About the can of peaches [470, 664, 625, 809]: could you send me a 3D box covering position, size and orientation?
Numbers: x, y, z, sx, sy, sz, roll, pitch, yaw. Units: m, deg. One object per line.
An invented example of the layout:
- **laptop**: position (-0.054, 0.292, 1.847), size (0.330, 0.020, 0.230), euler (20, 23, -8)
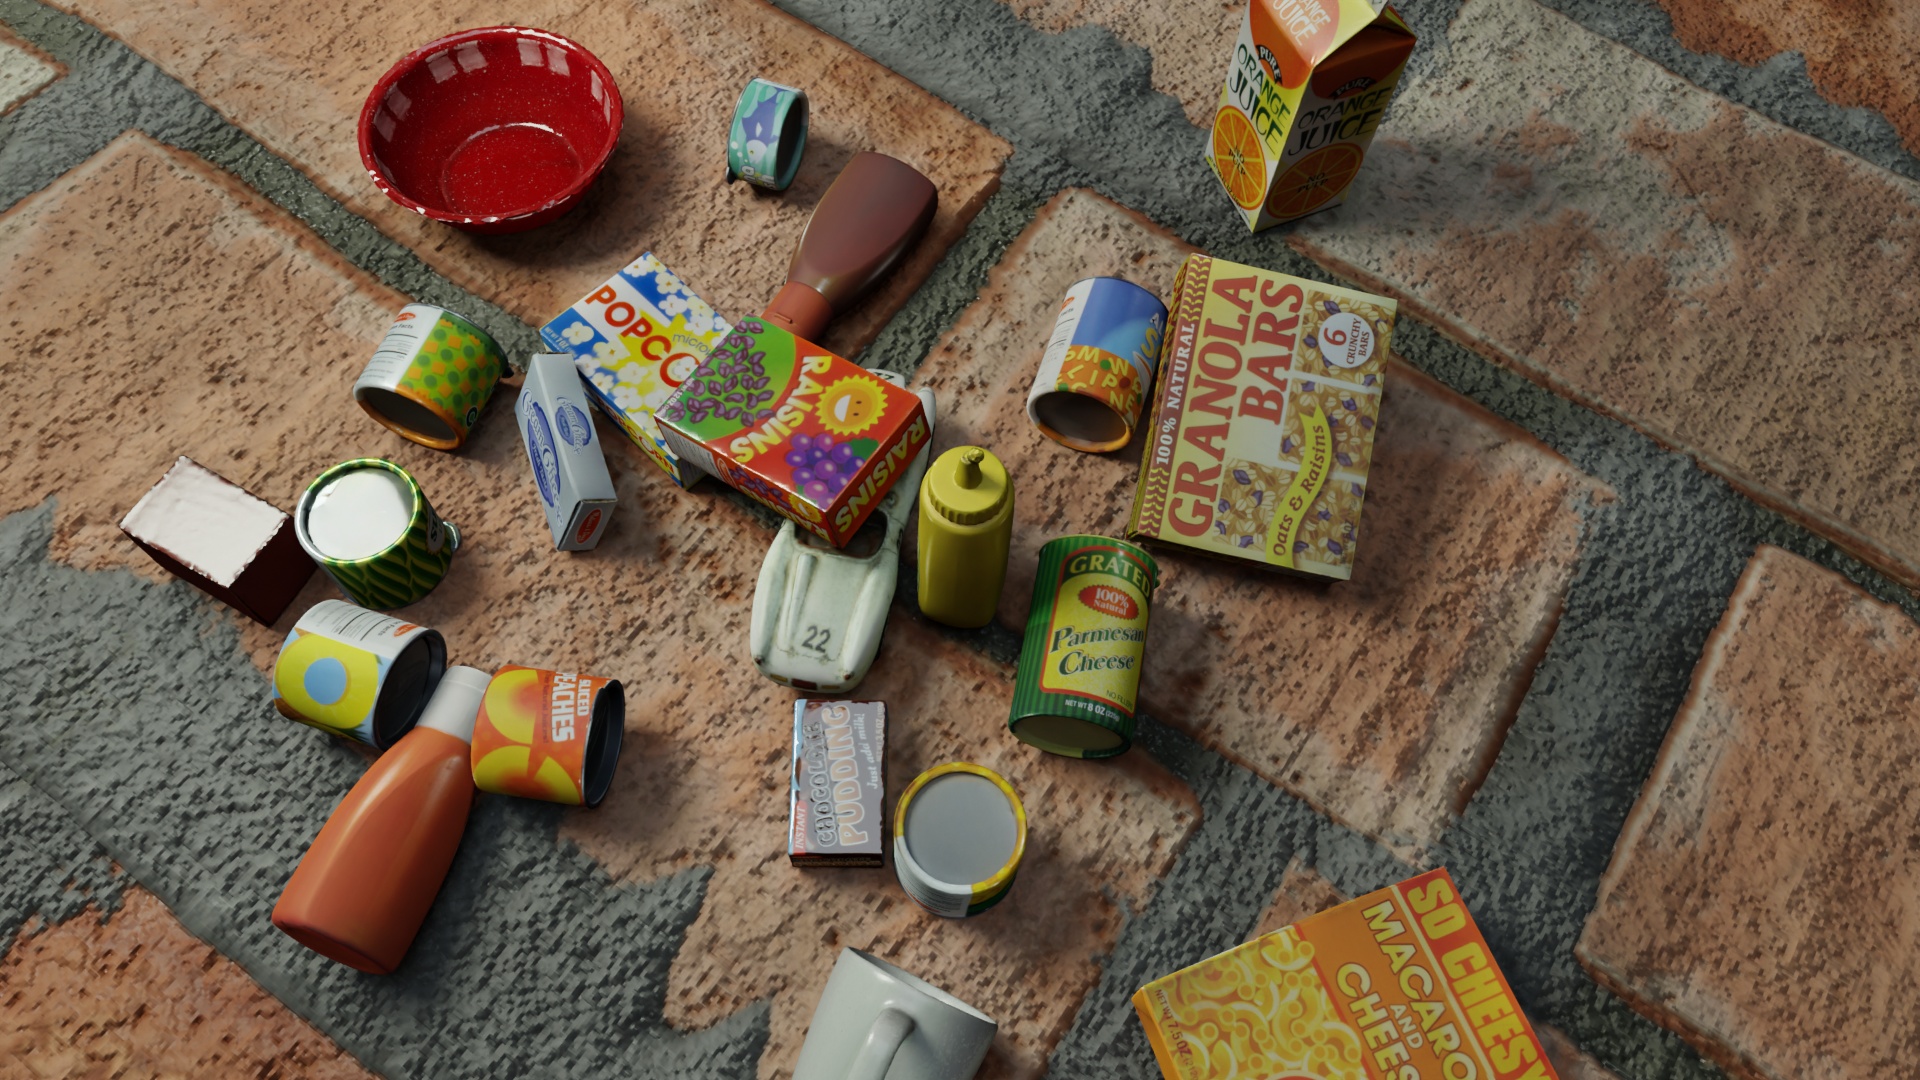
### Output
- **can of peaches**: position (-0.208, 0.097, 0.704), size (0.058, 0.071, 0.071), euler (8, 63, 2)

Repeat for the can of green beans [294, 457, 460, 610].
- **can of green beans**: position (-0.318, -0.004, 0.756), size (0.071, 0.057, 0.071), euler (1, 63, -2)

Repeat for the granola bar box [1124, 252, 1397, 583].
- **granola bar box**: position (0.172, -0.068, 0.795), size (0.124, 0.039, 0.165), euler (12, 82, -2)

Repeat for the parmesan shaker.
- **parmesan shaker**: position (0.069, 0.058, 0.741), size (0.071, 0.071, 0.103), euler (11, 64, 2)

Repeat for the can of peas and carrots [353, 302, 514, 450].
- **can of peas and carrots**: position (-0.302, -0.092, 0.798), size (0.071, 0.070, 0.059), euler (18, 64, 6)

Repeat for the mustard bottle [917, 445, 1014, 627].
- **mustard bottle**: position (0.003, -0.009, 0.719), size (0.049, 0.159, 0.065), euler (8, 62, 2)

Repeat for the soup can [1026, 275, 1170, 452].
- **soup can**: position (0.085, -0.103, 0.823), size (0.071, 0.071, 0.084), euler (18, 65, 6)

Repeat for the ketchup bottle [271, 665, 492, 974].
- **ketchup bottle**: position (-0.273, 0.133, 0.689), size (0.043, 0.064, 0.149), euler (-6, 49, 34)

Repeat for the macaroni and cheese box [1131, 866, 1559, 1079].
- **macaroni and cheese box**: position (0.184, 0.245, 0.667), size (0.167, 0.040, 0.124), euler (-18, 66, -11)

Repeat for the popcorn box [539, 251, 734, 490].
- **popcorn box**: position (-0.175, -0.102, 0.823), size (0.127, 0.038, 0.085), euler (42, 68, 16)

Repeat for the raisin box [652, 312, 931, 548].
- **raisin box**: position (-0.090, -0.061, 0.750), size (0.123, 0.040, 0.086), euler (28, 66, 24)

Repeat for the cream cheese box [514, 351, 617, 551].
- **cream cheese box**: position (-0.224, -0.050, 0.785), size (0.024, 0.053, 0.104), euler (-6, 61, -35)

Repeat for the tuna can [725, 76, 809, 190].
- **tuna can**: position (-0.123, -0.257, 0.890), size (0.033, 0.070, 0.071), euler (17, 64, 5)

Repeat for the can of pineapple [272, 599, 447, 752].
- **can of pineapple**: position (-0.309, 0.071, 0.715), size (0.058, 0.070, 0.071), euler (17, 64, 6)

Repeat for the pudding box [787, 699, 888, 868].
- **pudding box**: position (-0.063, 0.125, 0.720), size (0.050, 0.030, 0.084), euler (1, 63, -1)

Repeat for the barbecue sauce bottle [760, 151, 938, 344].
- **barbecue sauce bottle**: position (-0.075, -0.174, 0.863), size (0.065, 0.043, 0.149), euler (27, 66, 10)

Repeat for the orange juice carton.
- **orange juice carton**: position (0.214, -0.282, 0.849), size (0.073, 0.191, 0.072), euler (-20, 67, -11)

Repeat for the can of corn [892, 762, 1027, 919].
- **can of corn**: position (0.000, 0.148, 0.696), size (0.071, 0.058, 0.071), euler (1, 64, -2)
